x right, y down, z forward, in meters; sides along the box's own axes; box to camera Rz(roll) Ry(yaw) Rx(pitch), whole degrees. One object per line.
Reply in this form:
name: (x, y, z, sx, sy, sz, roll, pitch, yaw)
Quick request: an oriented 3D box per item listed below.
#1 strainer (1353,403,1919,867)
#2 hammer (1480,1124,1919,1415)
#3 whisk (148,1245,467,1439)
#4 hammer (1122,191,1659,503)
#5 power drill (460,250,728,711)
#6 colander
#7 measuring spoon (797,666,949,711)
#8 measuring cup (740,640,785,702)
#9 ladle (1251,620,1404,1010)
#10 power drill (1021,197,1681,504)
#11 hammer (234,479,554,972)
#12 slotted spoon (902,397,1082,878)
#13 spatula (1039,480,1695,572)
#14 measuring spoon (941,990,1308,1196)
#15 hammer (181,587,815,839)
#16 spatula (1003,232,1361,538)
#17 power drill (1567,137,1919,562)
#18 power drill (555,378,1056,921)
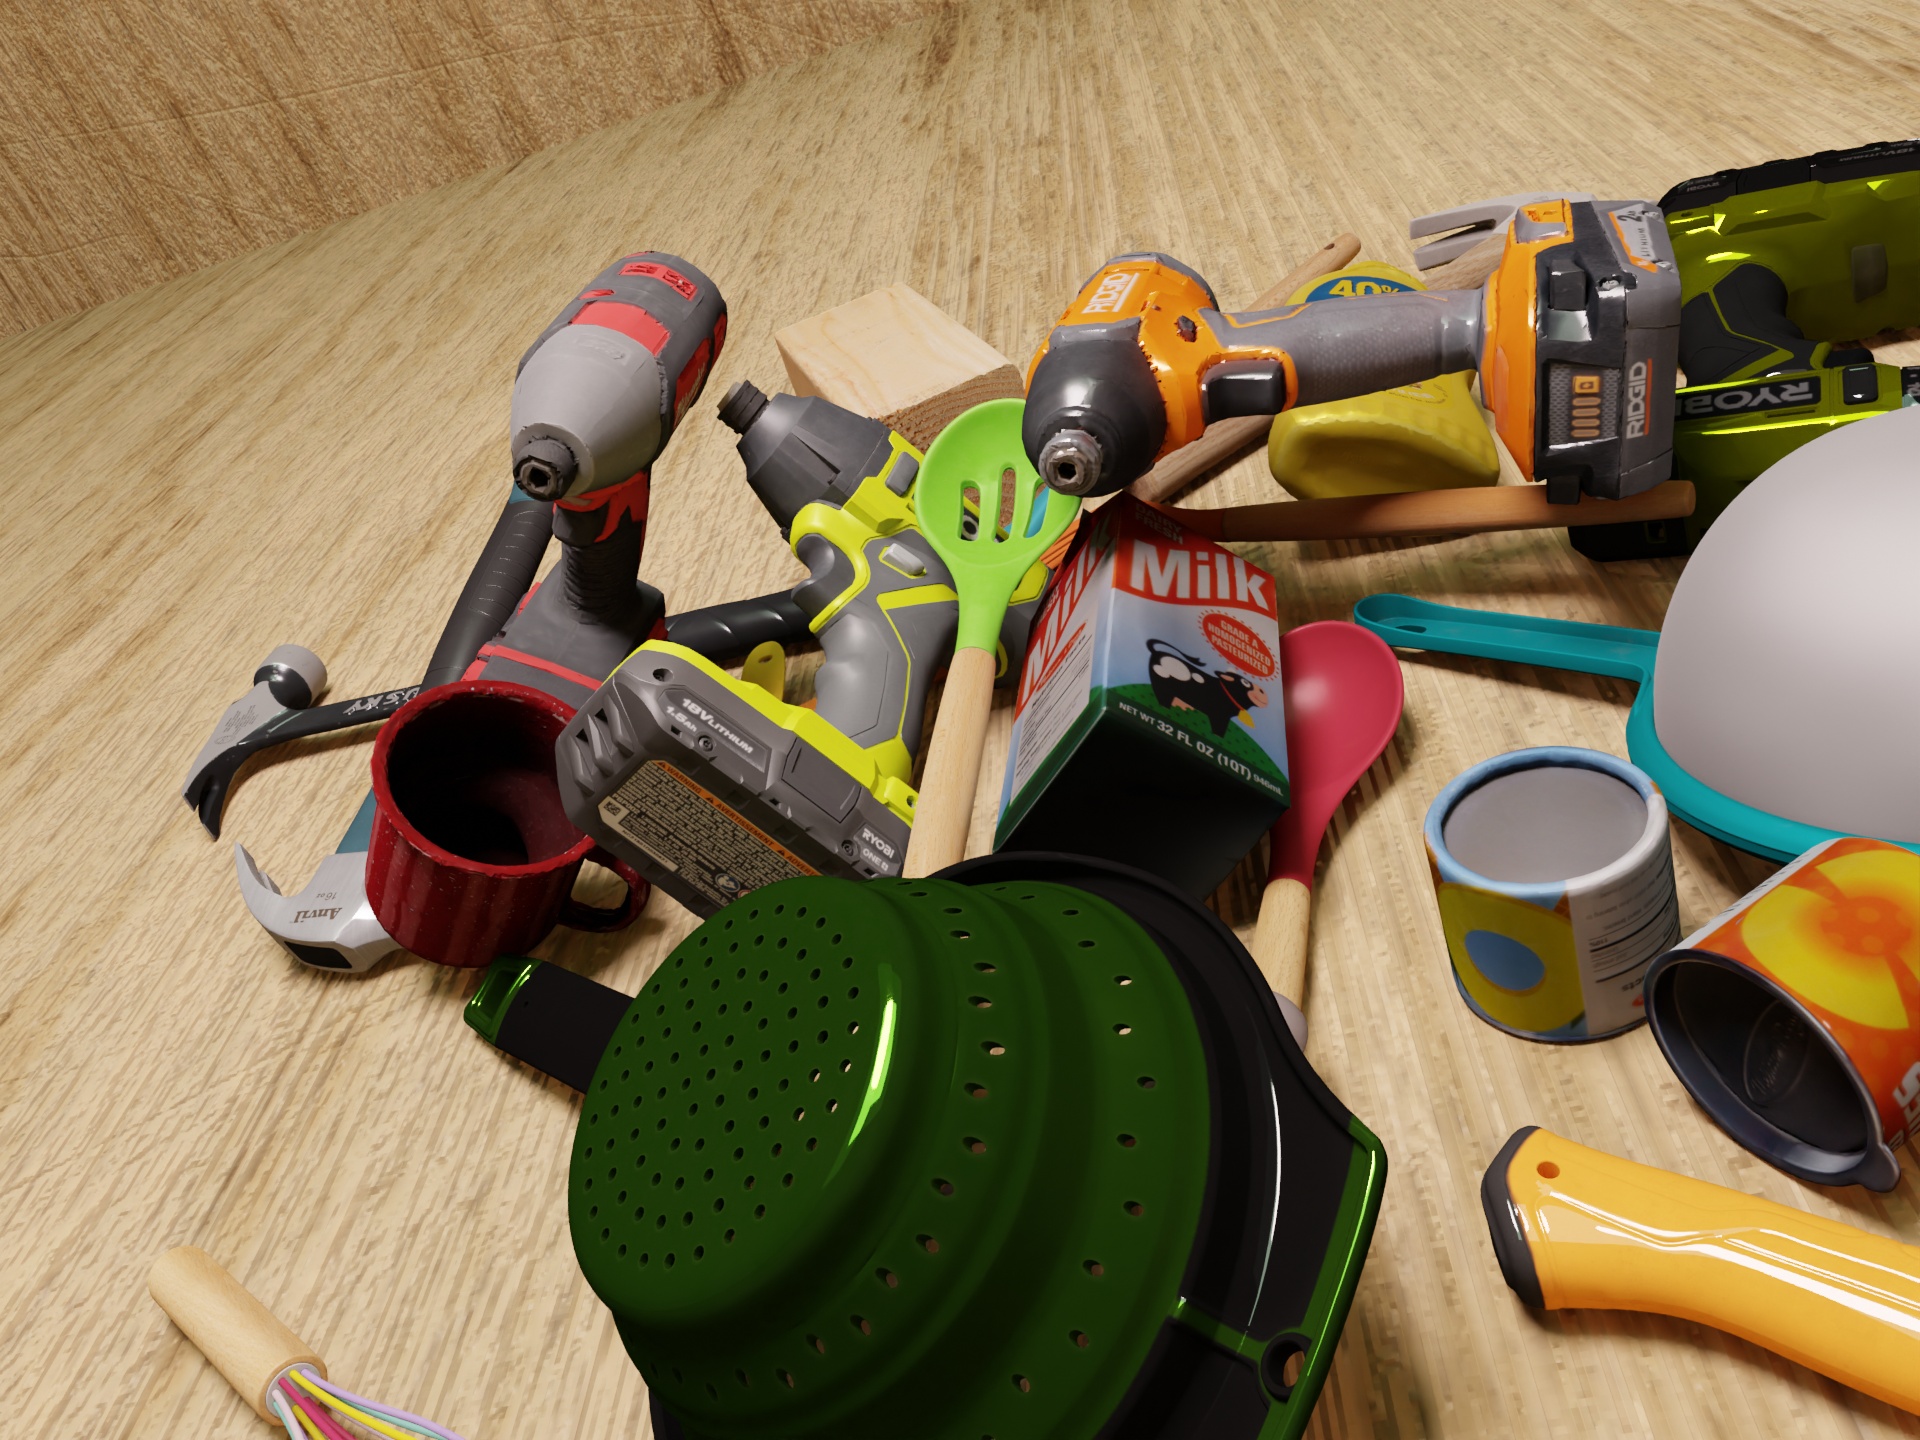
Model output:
strainer: (0.259, -0.050, 0.502, 0.211, 0.095, 0.341, -29, 25, -31)
hammer: (0.263, 0.136, 0.293, 0.337, 0.034, 0.127, 11, 44, 42)
whisk: (-0.183, 0.198, 0.460, 0.245, 0.047, 0.051, 9, 43, 45)
hammer: (0.217, -0.206, 0.855, 0.331, 0.031, 0.130, -33, 33, -18)
power drill: (-0.158, -0.072, 0.665, 0.078, 0.219, 0.143, 20, 40, -3)
colander: (-0.080, 0.100, 0.452, 0.397, 0.094, 0.204, 6, 63, 50)
measuring spoon: (-0.041, -0.011, 0.731, 0.117, 0.011, 0.021, -20, 42, -5)
measuring cup: (-0.084, 0.012, 0.701, 0.062, 0.029, 0.157, -17, 31, 5)
ladle: (0.101, 0.072, 0.499, 0.069, 0.031, 0.316, -14, 33, 28)
power drill: (0.135, -0.126, 0.579, 0.226, 0.084, 0.164, 1, 32, 19)
hammer: (-0.250, -0.017, 0.785, 0.128, 0.033, 0.331, -7, 44, 16)
slotted spoon: (-0.001, -0.002, 0.567, 0.070, 0.031, 0.314, -1, 50, 14)
spatula: (0.139, -0.077, 0.674, 0.323, 0.041, 0.081, 2, 38, 38)
measuring spoon: (0.042, 0.111, 0.459, 0.124, 0.018, 0.034, -31, 27, 9)
hammer: (-0.226, -0.024, 0.838, 0.409, 0.036, 0.149, -11, 34, 16)
spatula: (0.076, -0.148, 0.782, 0.317, 0.044, 0.082, -40, 36, -7)
power drill: (0.355, -0.149, 0.642, 0.190, 0.080, 0.229, -3, 38, 30)
power drill: (-0.056, -0.030, 0.624, 0.080, 0.171, 0.223, -39, 19, 42)
